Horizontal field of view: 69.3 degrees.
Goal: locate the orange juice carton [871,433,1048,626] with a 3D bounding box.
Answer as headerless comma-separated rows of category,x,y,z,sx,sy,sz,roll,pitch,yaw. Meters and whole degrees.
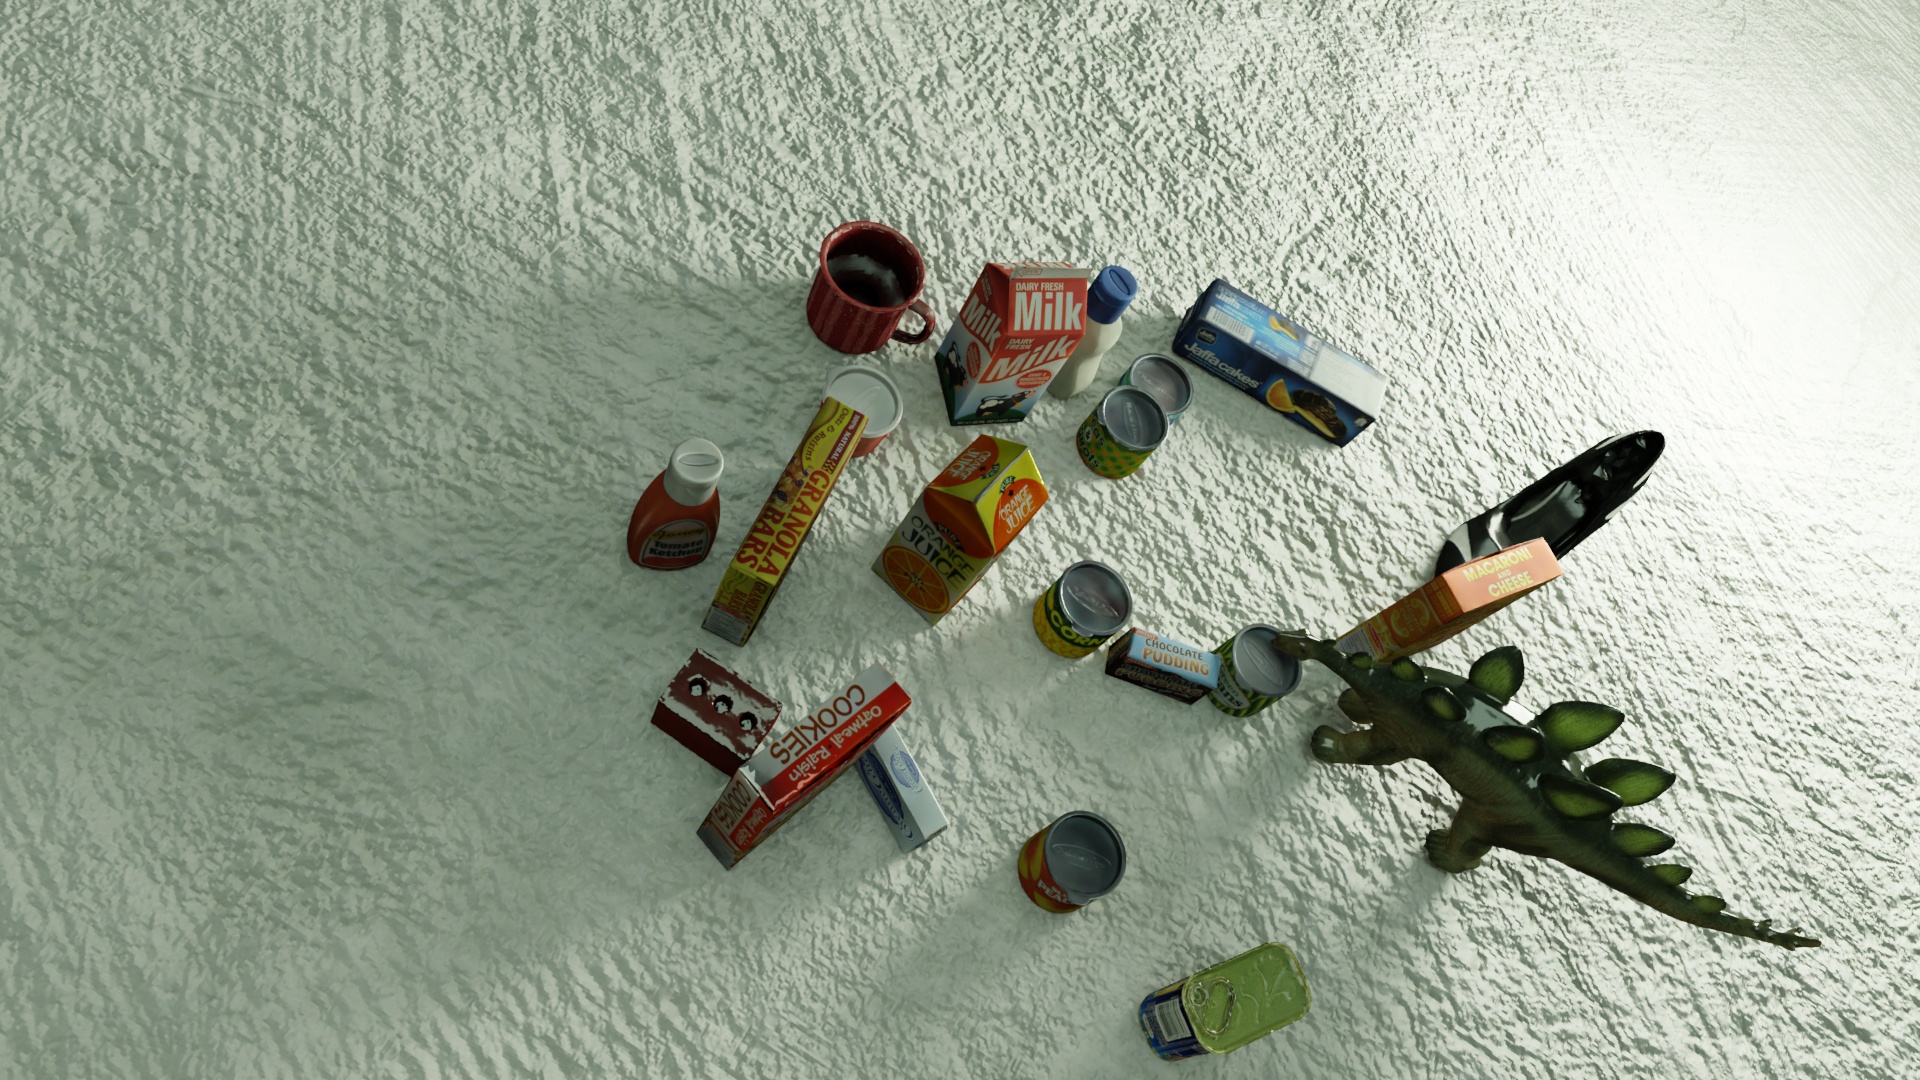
orange juice carton,0.004,-0.013,1.067,0.073,0.191,0.072,43,58,4

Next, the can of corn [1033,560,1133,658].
can of corn,0.099,0.060,1.146,0.071,0.058,0.071,9,62,-17

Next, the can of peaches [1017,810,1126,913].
can of peaches,0.083,0.245,1.047,0.071,0.057,0.071,9,62,-17

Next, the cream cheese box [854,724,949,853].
cream cheese box,-0.050,0.178,1.033,0.024,0.053,0.104,-23,75,-29

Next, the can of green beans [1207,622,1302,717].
can of green beans,0.246,0.111,1.177,0.071,0.057,0.071,9,62,-17

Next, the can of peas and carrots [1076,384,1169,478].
can of peas and carrots,0.142,-0.096,1.240,0.071,0.058,0.071,9,62,-17

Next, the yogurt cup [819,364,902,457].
yogurt cup,-0.088,-0.105,1.160,0.072,0.053,0.072,9,62,-17

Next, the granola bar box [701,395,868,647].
granola bar box,-0.133,-0.013,1.056,0.039,0.123,0.166,29,58,-6

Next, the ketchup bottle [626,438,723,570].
ketchup bottle,-0.205,-0.026,1.020,0.065,0.148,0.044,-2,66,-22

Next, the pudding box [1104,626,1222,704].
pudding box,0.169,0.104,1.155,0.084,0.049,0.030,20,60,-10

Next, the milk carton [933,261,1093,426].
milk carton,0.044,-0.174,1.164,0.072,0.189,0.073,-4,67,-23

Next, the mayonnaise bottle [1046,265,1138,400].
mayonnaise bottle,0.109,-0.185,1.219,0.041,0.147,0.065,-28,78,-30

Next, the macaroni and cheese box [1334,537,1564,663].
macaroni and cheese box,0.417,0.060,1.203,0.124,0.165,0.040,-16,72,-27

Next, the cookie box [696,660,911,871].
cookie box,-0.110,0.158,0.954,0.123,0.166,0.040,-37,82,-31

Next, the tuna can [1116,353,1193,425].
tuna can,0.179,-0.136,1.289,0.071,0.032,0.071,9,62,-17
